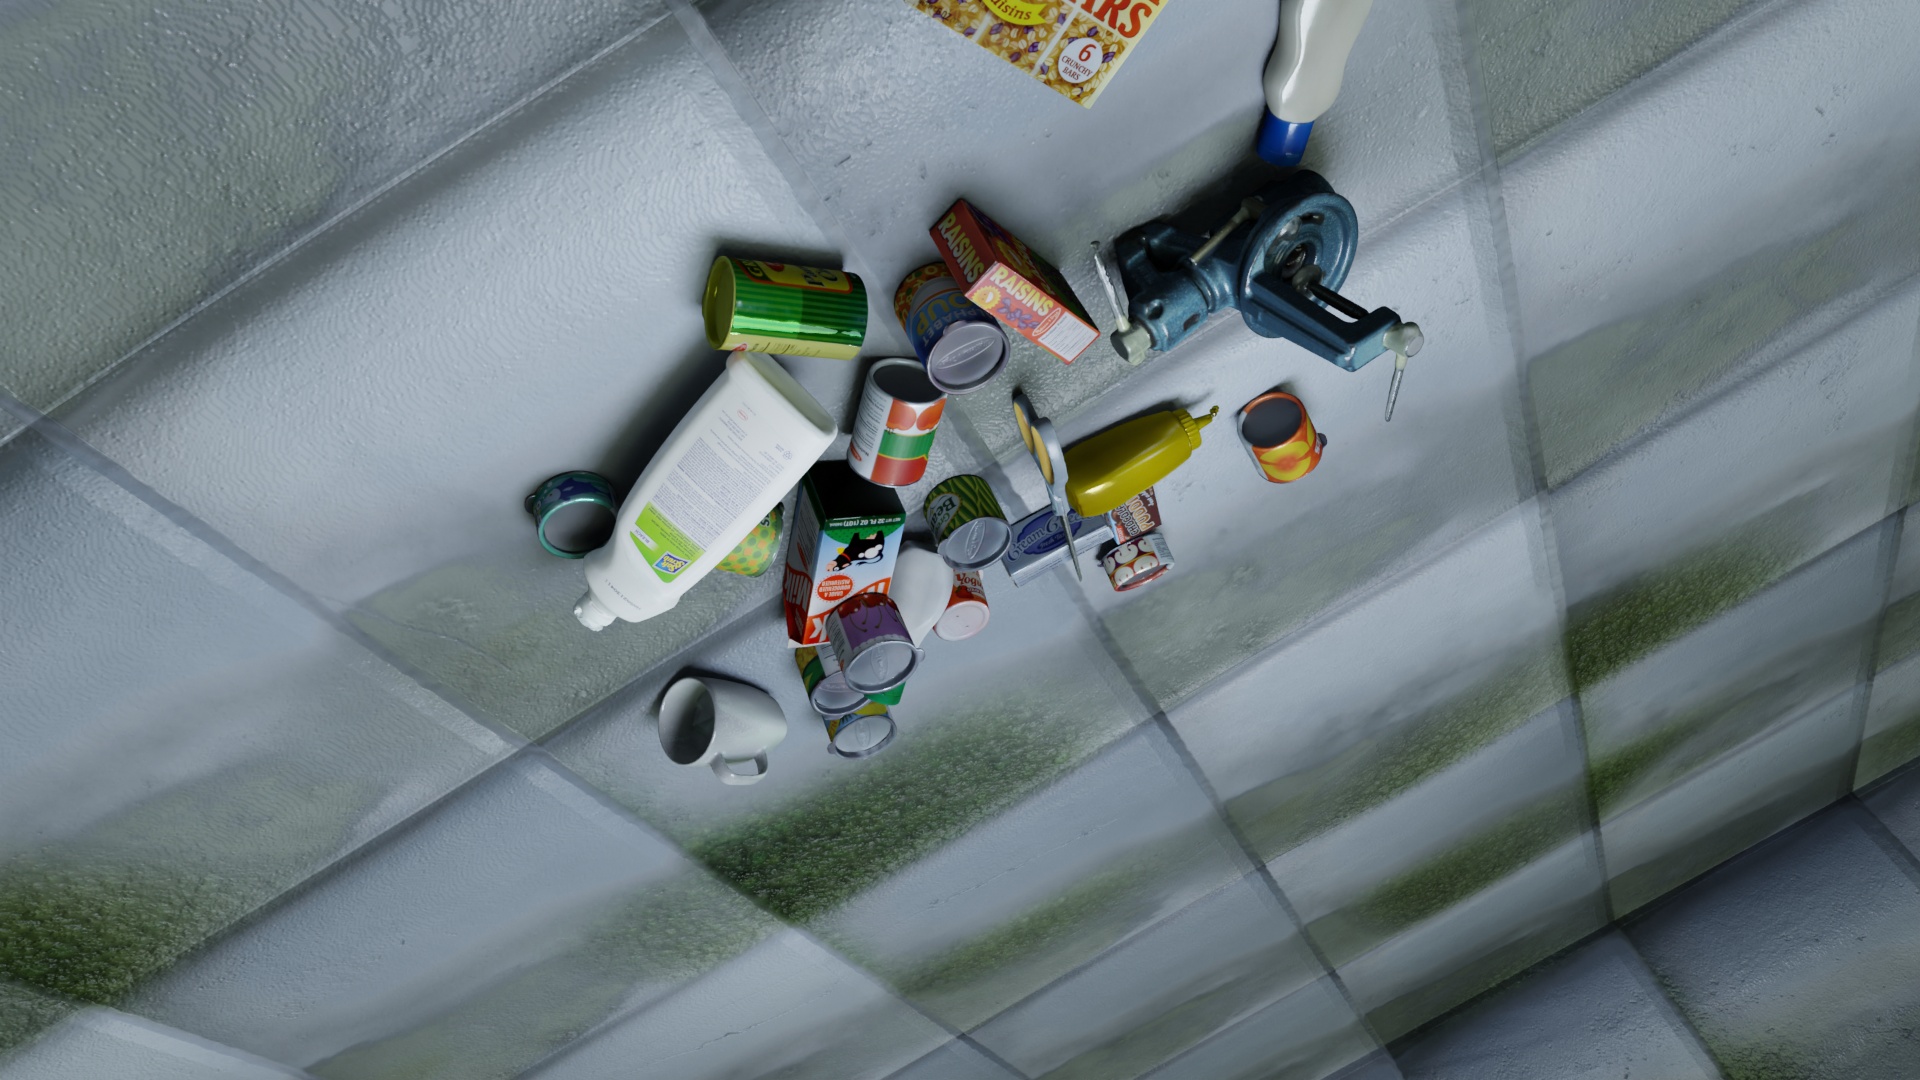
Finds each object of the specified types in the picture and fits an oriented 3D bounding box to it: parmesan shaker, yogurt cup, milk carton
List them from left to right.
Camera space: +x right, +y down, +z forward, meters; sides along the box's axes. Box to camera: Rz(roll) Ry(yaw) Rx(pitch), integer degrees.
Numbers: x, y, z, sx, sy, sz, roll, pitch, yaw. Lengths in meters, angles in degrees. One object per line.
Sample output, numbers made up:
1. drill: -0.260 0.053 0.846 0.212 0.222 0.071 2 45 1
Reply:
1. parmesan shaker: -0.127 -0.167 1.007 0.103 0.071 0.071 1 132 -29
2. milk carton: -0.106 0.025 1.205 0.072 0.074 0.189 -5 135 -23
3. yogurt cup: -0.006 0.057 1.303 0.072 0.054 0.072 -13 137 -13

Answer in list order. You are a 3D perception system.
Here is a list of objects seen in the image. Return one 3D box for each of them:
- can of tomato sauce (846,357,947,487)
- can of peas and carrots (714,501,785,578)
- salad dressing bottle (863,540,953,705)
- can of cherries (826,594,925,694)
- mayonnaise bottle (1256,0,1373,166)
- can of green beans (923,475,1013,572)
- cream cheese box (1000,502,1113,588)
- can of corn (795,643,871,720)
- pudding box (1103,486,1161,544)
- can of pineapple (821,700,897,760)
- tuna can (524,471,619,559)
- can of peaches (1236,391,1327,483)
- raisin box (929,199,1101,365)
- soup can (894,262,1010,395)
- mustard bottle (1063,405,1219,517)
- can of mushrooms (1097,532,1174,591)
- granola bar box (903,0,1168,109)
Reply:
1. can of tomato sauce: -0.049 -0.096 1.116 0.071 0.071 0.082 -2 133 -25
2. can of peas and carrots: -0.186 -0.009 1.135 0.059 0.071 0.070 16 124 -37
3. salad dressing bottle: -0.051 0.075 1.260 0.064 0.044 0.147 19 98 6
4. can of cherries: -0.073 0.087 1.184 0.071 0.058 0.071 -15 137 -14
5. mayonnaise bottle: 0.256 -0.352 1.030 0.065 0.041 0.147 -7 136 -18
6. can of green beans: 0.006 -0.015 1.232 0.071 0.058 0.071 -14 137 -13
7. cream cheese box: 0.084 -0.003 1.287 0.104 0.053 0.024 -28 140 2
8. can of corn: -0.118 0.125 1.311 0.071 0.058 0.070 -14 137 -14
9. pudding box: 0.156 -0.039 1.304 0.050 0.030 0.083 -24 138 -1
10. can of pineapple: -0.104 0.174 1.368 0.071 0.058 0.070 -14 137 -13
11. tuna can: -0.303 -0.019 1.091 0.071 0.033 0.070 -15 137 -14
12. can of peaches: 0.298 -0.097 1.290 0.071 0.071 0.058 -34 137 8
13. raisin box: 0.042 -0.194 1.047 0.040 0.086 0.123 -43 136 21
14. soup can: -0.008 -0.164 1.054 0.071 0.084 0.071 -14 137 -14
15. mustard bottle: 0.165 -0.079 1.244 0.160 0.065 0.048 -27 135 -5
16. can of mushrooms: 0.171 0.023 1.354 0.071 0.033 0.071 -22 165 -6
17. granola bar box: 0.055 -0.374 0.906 0.165 0.039 0.123 17 124 -37
